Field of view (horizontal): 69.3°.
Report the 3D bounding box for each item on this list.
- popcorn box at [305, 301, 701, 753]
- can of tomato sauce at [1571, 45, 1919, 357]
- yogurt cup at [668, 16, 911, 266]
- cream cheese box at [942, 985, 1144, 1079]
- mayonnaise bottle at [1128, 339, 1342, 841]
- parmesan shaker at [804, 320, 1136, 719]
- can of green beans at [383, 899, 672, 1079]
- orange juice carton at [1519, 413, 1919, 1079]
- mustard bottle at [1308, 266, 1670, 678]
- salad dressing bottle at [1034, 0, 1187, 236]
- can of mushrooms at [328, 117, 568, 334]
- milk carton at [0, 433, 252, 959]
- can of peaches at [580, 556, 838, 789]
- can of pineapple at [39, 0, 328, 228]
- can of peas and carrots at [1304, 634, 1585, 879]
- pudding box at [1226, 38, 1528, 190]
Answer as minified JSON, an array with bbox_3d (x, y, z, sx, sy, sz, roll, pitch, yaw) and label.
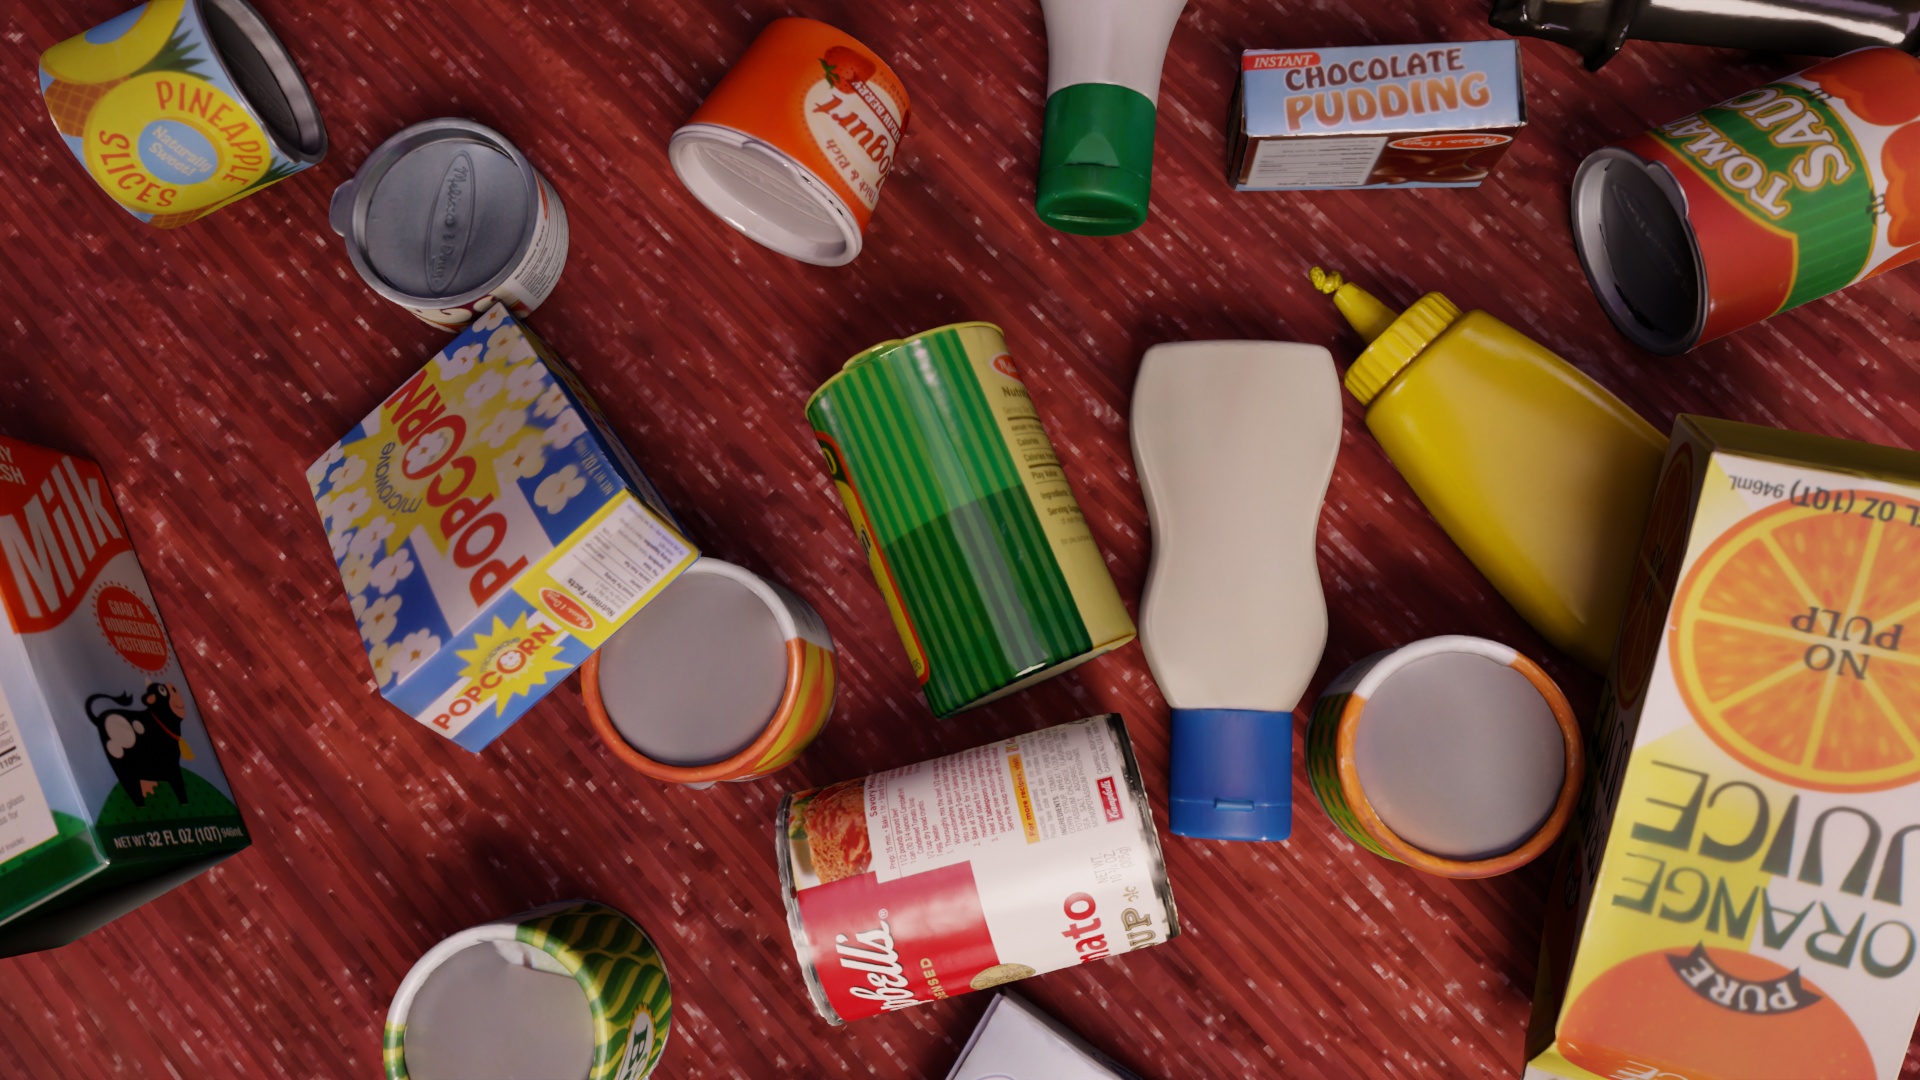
[{"bbox_3d":[-0.141,-0.009,0.415,0.085,0.038,0.127,-42,45,-2],"label":"popcorn box"},{"bbox_3d":[0.238,-0.102,0.412,0.083,0.071,0.071,-22,80,1],"label":"can of tomato sauce"},{"bbox_3d":[-0.051,-0.129,0.447,0.072,0.072,0.054,25,76,8],"label":"yogurt cup"},{"bbox_3d":[0.041,0.183,0.406,0.104,0.024,0.053,32,85,9],"label":"cream cheese box"},{"bbox_3d":[0.082,0.015,0.423,0.065,0.041,0.148,2,82,7],"label":"mayonnaise bottle"},{"bbox_3d":[0.001,-0.005,0.417,0.071,0.071,0.103,-23,80,1],"label":"parmesan shaker"},{"bbox_3d":[-0.126,0.143,0.411,0.071,0.057,0.071,-1,81,5],"label":"can of green beans"},{"bbox_3d":[0.198,0.071,0.350,0.072,0.073,0.192,13,105,18],"label":"orange juice carton"},{"bbox_3d":[0.165,-0.028,0.417,0.065,0.049,0.160,-43,79,5],"label":"mustard bottle"},{"bbox_3d":[0.049,-0.175,0.454,0.064,0.044,0.148,5,81,7],"label":"salad dressing bottle"},{"bbox_3d":[-0.171,-0.105,0.468,0.071,0.033,0.071,-1,82,5],"label":"can of mushrooms"},{"bbox_3d":[-0.309,0.030,0.439,0.073,0.072,0.191,-28,81,0],"label":"milk carton"},{"bbox_3d":[-0.075,0.043,0.423,0.071,0.058,0.071,-1,81,5],"label":"can of peaches"},{"bbox_3d":[-0.258,-0.145,0.464,0.058,0.071,0.071,-25,80,2],"label":"can of pineapple"},{"bbox_3d":[0.138,0.064,0.400,0.071,0.058,0.071,-1,81,6],"label":"can of peas and carrots"},{"bbox_3d":[0.128,-0.132,0.437,0.084,0.049,0.030,0,83,6],"label":"pudding box"}]
